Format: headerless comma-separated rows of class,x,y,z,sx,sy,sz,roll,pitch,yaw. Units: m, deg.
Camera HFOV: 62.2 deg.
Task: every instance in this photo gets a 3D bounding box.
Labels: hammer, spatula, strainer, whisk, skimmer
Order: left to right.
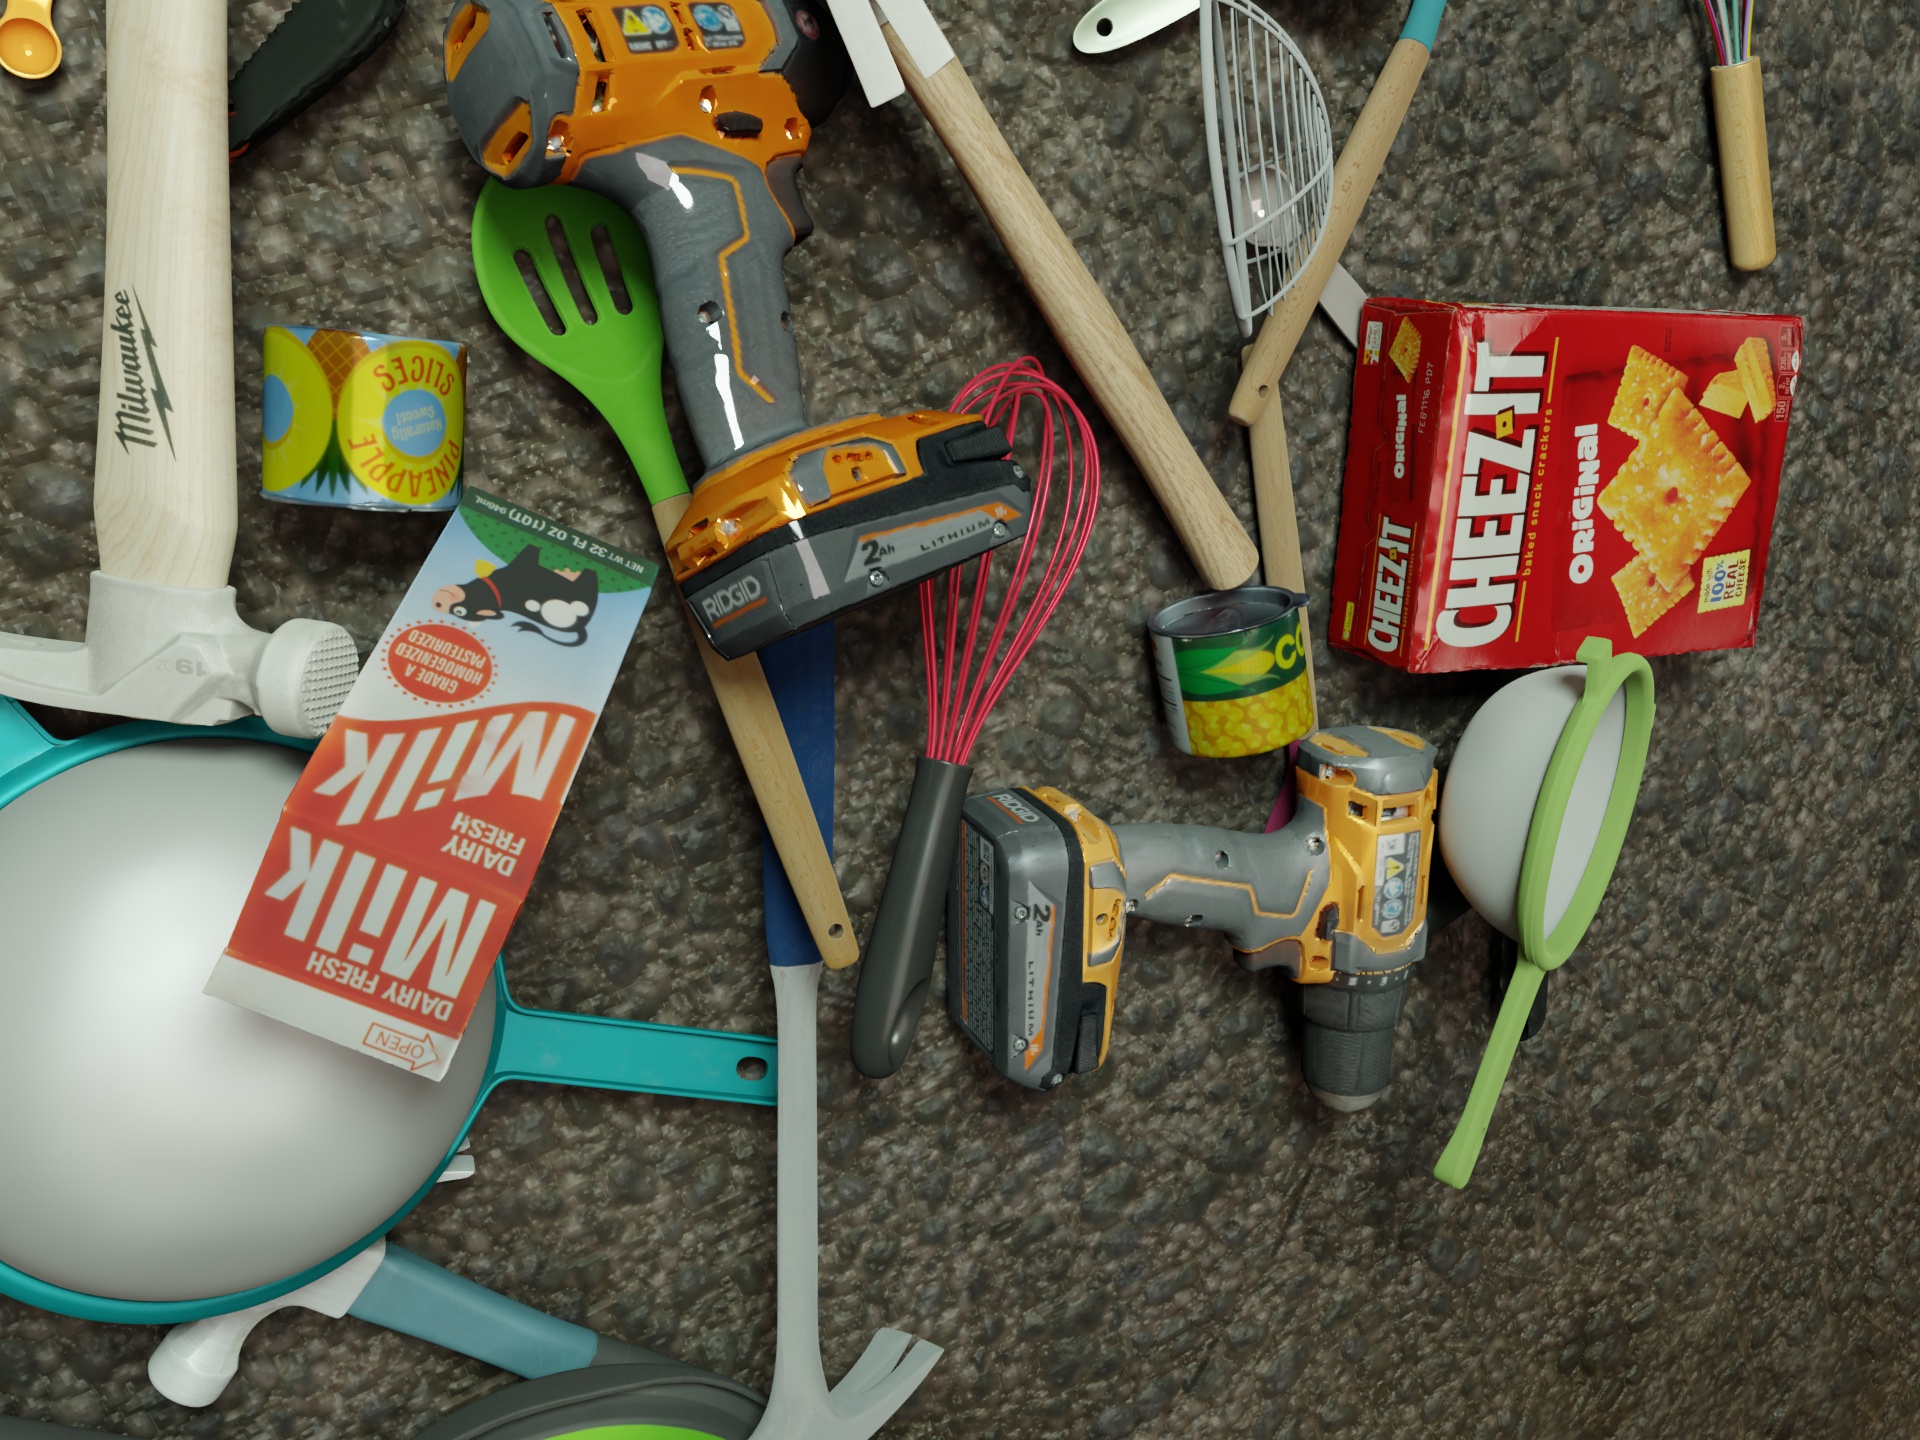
hammer,-0.248,-0.204,0.481,0.146,0.038,0.410,8,100,6
strainer,-0.190,0.114,0.561,0.340,0.095,0.211,14,79,-31
hammer,-0.152,0.278,0.675,0.330,0.033,0.128,35,88,-26
hammer,-0.062,0.106,0.639,0.144,0.035,0.405,-4,95,-53
whisk,-0.001,-0.002,0.637,0.073,0.073,0.296,14,87,-26
skimmer,0.004,-0.293,0.582,0.363,0.127,0.090,38,120,-11
hammer,0.036,-0.175,0.621,0.031,0.130,0.331,-28,124,16
spatula,0.191,-0.269,0.682,0.082,0.044,0.317,28,84,-31
strainer,0.247,0.085,0.740,0.151,0.069,0.256,21,89,-57
whisk,0.362,-0.335,0.757,0.047,0.051,0.244,-18,114,3

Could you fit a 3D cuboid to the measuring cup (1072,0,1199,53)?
measuring cup,0.117,-0.318,0.657,0.167,0.038,0.083,-28,113,-1

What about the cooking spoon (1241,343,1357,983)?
cooking spoon,0.158,-0.017,0.749,0.068,0.017,0.318,-18,109,-19

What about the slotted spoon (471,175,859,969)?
slotted spoon,-0.099,-0.056,0.582,0.070,0.031,0.314,-21,93,-17

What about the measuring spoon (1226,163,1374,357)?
measuring spoon,0.156,-0.199,0.712,0.124,0.018,0.034,37,83,-33

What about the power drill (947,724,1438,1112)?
power drill,0.111,0.104,0.718,0.226,0.084,0.185,-7,107,-21

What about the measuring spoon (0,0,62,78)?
measuring spoon,-0.292,-0.262,0.503,0.021,0.011,0.117,4,97,-25

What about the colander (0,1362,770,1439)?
colander,-0.214,0.337,0.602,0.396,0.095,0.204,25,106,-27

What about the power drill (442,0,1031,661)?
power drill,-0.062,-0.152,0.560,0.164,0.084,0.226,-26,95,-39
